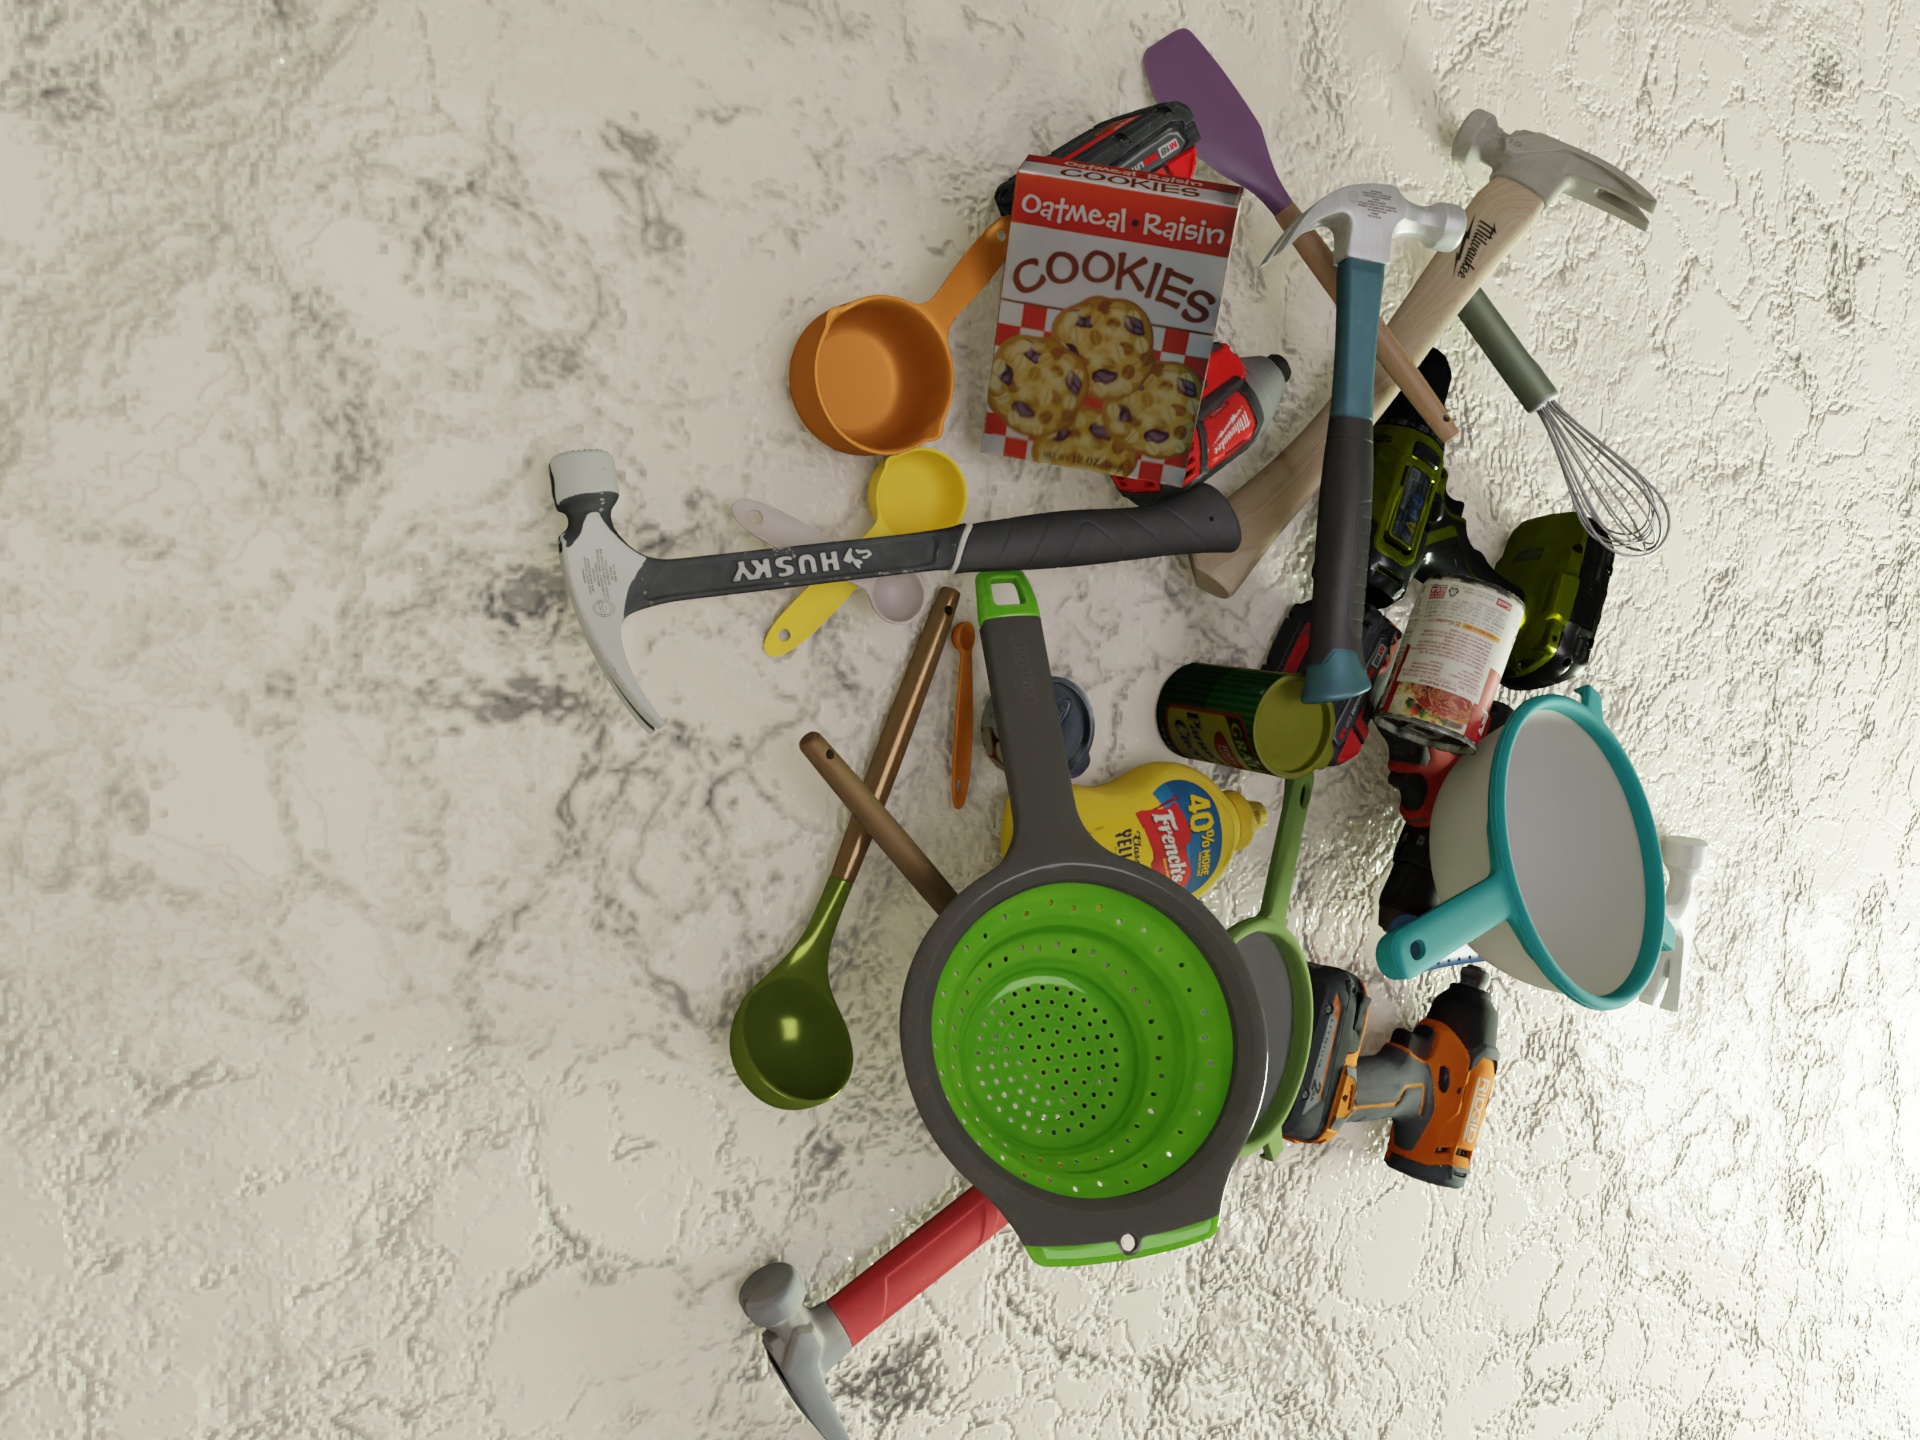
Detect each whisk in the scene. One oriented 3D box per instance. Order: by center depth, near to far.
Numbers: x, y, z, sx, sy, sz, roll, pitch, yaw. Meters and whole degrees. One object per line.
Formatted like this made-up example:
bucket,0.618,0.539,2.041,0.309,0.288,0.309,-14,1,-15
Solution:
whisk,0.420,-0.220,1.130,0.059,0.057,0.246,-32,83,-8

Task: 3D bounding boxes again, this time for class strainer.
strainer,0.173,0.147,1.024,0.151,0.069,0.256,31,68,-45
strainer,0.339,0.107,1.037,0.340,0.095,0.211,-17,89,-42

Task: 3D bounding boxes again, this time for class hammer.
hammer,-0.017,-0.091,0.898,0.409,0.036,0.149,-9,86,-24
hammer,0.243,-0.172,0.988,0.128,0.033,0.331,7,84,-15
hammer,0.048,0.305,1.024,0.386,0.038,0.143,-32,112,-23
hammer,0.298,-0.238,1.072,0.411,0.146,0.038,-51,158,-11
hammer,0.458,0.165,1.215,0.405,0.035,0.144,2,96,-40

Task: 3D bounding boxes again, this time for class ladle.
ladle,-0.054,0.070,0.929,0.078,0.062,0.320,25,80,-30

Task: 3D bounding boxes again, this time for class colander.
colander,0.048,0.107,0.920,0.204,0.094,0.397,-4,70,-14

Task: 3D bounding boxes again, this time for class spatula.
spatula,0.221,-0.306,1.021,0.060,0.018,0.316,-40,95,-20

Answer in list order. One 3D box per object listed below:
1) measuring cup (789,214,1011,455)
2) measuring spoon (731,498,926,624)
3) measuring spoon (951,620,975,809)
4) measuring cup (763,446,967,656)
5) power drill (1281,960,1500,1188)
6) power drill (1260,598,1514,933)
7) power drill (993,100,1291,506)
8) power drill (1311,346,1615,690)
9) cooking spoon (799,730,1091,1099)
measuring cup,-0.029,-0.226,0.913,0.095,0.052,0.174,46,71,-26
measuring spoon,-0.076,-0.092,0.903,0.124,0.018,0.034,28,77,-17
measuring spoon,-0.002,-0.003,0.977,0.021,0.011,0.117,-11,105,-60
measuring cup,-0.061,-0.097,0.929,0.156,0.029,0.062,-46,113,-5
power drill,0.302,0.238,1.143,0.226,0.084,0.164,22,82,-34
power drill,0.299,0.037,1.121,0.226,0.080,0.188,32,80,-32
power drill,0.124,-0.257,0.987,0.143,0.079,0.219,-37,115,-21
power drill,0.361,-0.139,1.136,0.228,0.080,0.191,28,74,-27
cooking spoon,0.002,0.120,0.947,0.318,0.017,0.069,52,56,-28
